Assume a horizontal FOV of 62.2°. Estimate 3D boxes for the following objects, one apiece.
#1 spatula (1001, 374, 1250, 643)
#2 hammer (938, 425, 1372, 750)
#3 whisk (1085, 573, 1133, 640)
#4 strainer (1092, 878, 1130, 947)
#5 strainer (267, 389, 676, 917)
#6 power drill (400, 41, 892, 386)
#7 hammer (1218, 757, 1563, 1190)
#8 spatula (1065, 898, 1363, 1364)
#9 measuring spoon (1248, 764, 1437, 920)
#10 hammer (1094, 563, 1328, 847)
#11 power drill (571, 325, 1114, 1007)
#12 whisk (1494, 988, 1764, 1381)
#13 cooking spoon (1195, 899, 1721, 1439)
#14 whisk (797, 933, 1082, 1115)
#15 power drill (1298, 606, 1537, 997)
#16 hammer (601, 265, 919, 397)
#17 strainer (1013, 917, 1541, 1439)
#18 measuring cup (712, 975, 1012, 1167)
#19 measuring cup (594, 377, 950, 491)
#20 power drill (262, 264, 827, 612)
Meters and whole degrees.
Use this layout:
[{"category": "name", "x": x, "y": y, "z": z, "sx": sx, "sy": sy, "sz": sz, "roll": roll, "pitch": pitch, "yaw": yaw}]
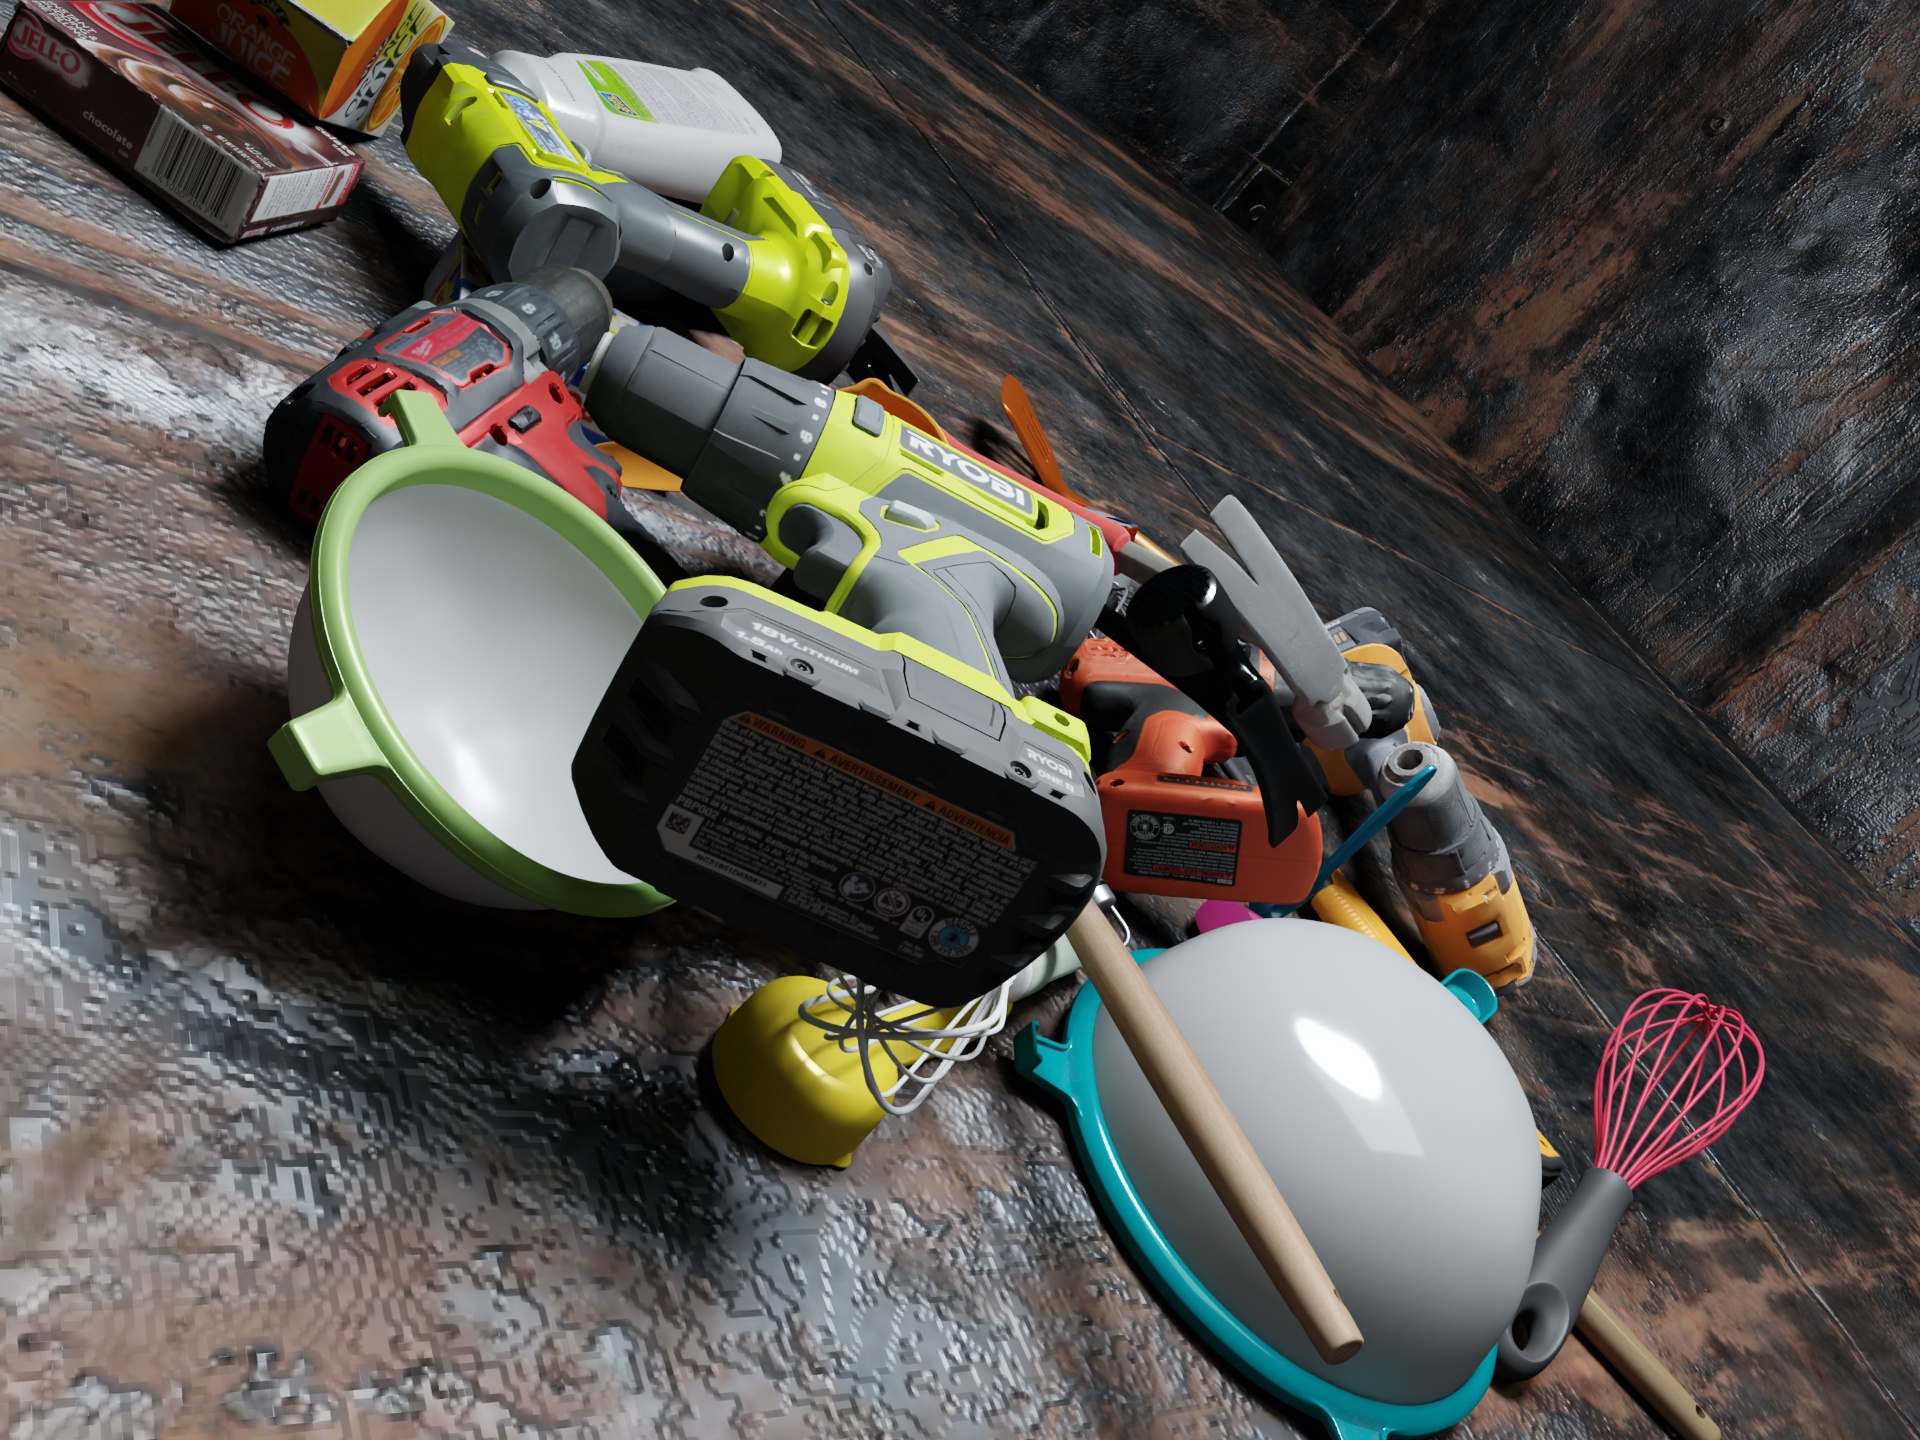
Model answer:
[{"category": "spatula", "x": 0.143, "y": -0.122, "z": 1.125, "sx": 0.322, "sy": 0.041, "sz": 0.081, "roll": 37, "pitch": 24, "yaw": -11}, {"category": "hammer", "x": 0.056, "y": -0.101, "z": 0.809, "sx": 0.149, "sy": 0.037, "sz": 0.359, "roll": 46, "pitch": -5, "yaw": -38}, {"category": "whisk", "x": 0.092, "y": -0.076, "z": 0.971, "sx": 0.055, "sy": 0.055, "sz": 0.239, "roll": 39, "pitch": 20, "yaw": -6}, {"category": "strainer", "x": -0.001, "y": -0.002, "z": 0.712, "sx": 0.087, "sy": 0.050, "sz": 0.259, "roll": -21, "pitch": 64, "yaw": -29}, {"category": "strainer", "x": -0.108, "y": 0.026, "z": 0.499, "sx": 0.256, "sy": 0.069, "sz": 0.152, "roll": 41, "pitch": 31, "yaw": -37}, {"category": "power drill", "x": -0.155, "y": -0.250, "z": 0.776, "sx": 0.223, "sy": 0.080, "sz": 0.171, "roll": 7, "pitch": 39, "yaw": -49}, {"category": "hammer", "x": 0.209, "y": 0.104, "z": 0.857, "sx": 0.127, "sy": 0.034, "sz": 0.337, "roll": 12, "pitch": 38, "yaw": -45}, {"category": "spatula", "x": 0.051, "y": 0.084, "z": 0.558, "sx": 0.059, "sy": 0.018, "sz": 0.316, "roll": 48, "pitch": 7, "yaw": -43}, {"category": "measuring spoon", "x": 0.184, "y": 0.057, "z": 0.781, "sx": 0.042, "sy": 0.128, "sz": 0.021, "roll": -6, "pitch": 54, "yaw": -46}, {"category": "hammer", "x": 0.031, "y": -0.074, "z": 0.750, "sx": 0.149, "sy": 0.036, "sz": 0.409, "roll": 51, "pitch": -4, "yaw": -36}, {"category": "power drill", "x": -0.040, "y": -0.036, "z": 0.485, "sx": 0.190, "sy": 0.080, "sz": 0.229, "roll": 26, "pitch": 29, "yaw": -15}, {"category": "whisk", "x": 0.304, "y": 0.206, "z": 0.735, "sx": 0.073, "sy": 0.073, "sz": 0.296, "roll": 47, "pitch": 44, "yaw": 13}, {"category": "cooking spoon", "x": 0.222, "y": 0.202, "z": 0.731, "sx": 0.319, "sy": 0.017, "sz": 0.069, "roll": 47, "pitch": 31, "yaw": 13}, {"category": "whisk", "x": 0.011, "y": 0.087, "z": 0.547, "sx": 0.246, "sy": 0.058, "sz": 0.059, "roll": 6, "pitch": 79, "yaw": -71}, {"category": "power drill", "x": 0.253, "y": 0.029, "z": 0.927, "sx": 0.185, "sy": 0.084, "sz": 0.226, "roll": 56, "pitch": 12, "yaw": -40}, {"category": "hammer", "x": -0.148, "y": -0.238, "z": 0.902, "sx": 0.146, "sy": 0.035, "sz": 0.334, "roll": 48, "pitch": 25, "yaw": 16}, {"category": "strainer", "x": 0.185, "y": 0.138, "z": 0.653, "sx": 0.211, "sy": 0.095, "sz": 0.340, "roll": 49, "pitch": 32, "yaw": 18}, {"category": "measuring cup", "x": -0.019, "y": 0.101, "z": 0.531, "sx": 0.062, "sy": 0.029, "sz": 0.156, "roll": 50, "pitch": 28, "yaw": 19}, {"category": "measuring cup", "x": -0.080, "y": -0.101, "z": 0.702, "sx": 0.173, "sy": 0.095, "sz": 0.052, "roll": 8, "pitch": -5, "yaw": 14}, {"category": "power drill", "x": -0.121, "y": -0.083, "z": 0.609, "sx": 0.226, "sy": 0.080, "sz": 0.188, "roll": 35, "pitch": 36, "yaw": -6}]
